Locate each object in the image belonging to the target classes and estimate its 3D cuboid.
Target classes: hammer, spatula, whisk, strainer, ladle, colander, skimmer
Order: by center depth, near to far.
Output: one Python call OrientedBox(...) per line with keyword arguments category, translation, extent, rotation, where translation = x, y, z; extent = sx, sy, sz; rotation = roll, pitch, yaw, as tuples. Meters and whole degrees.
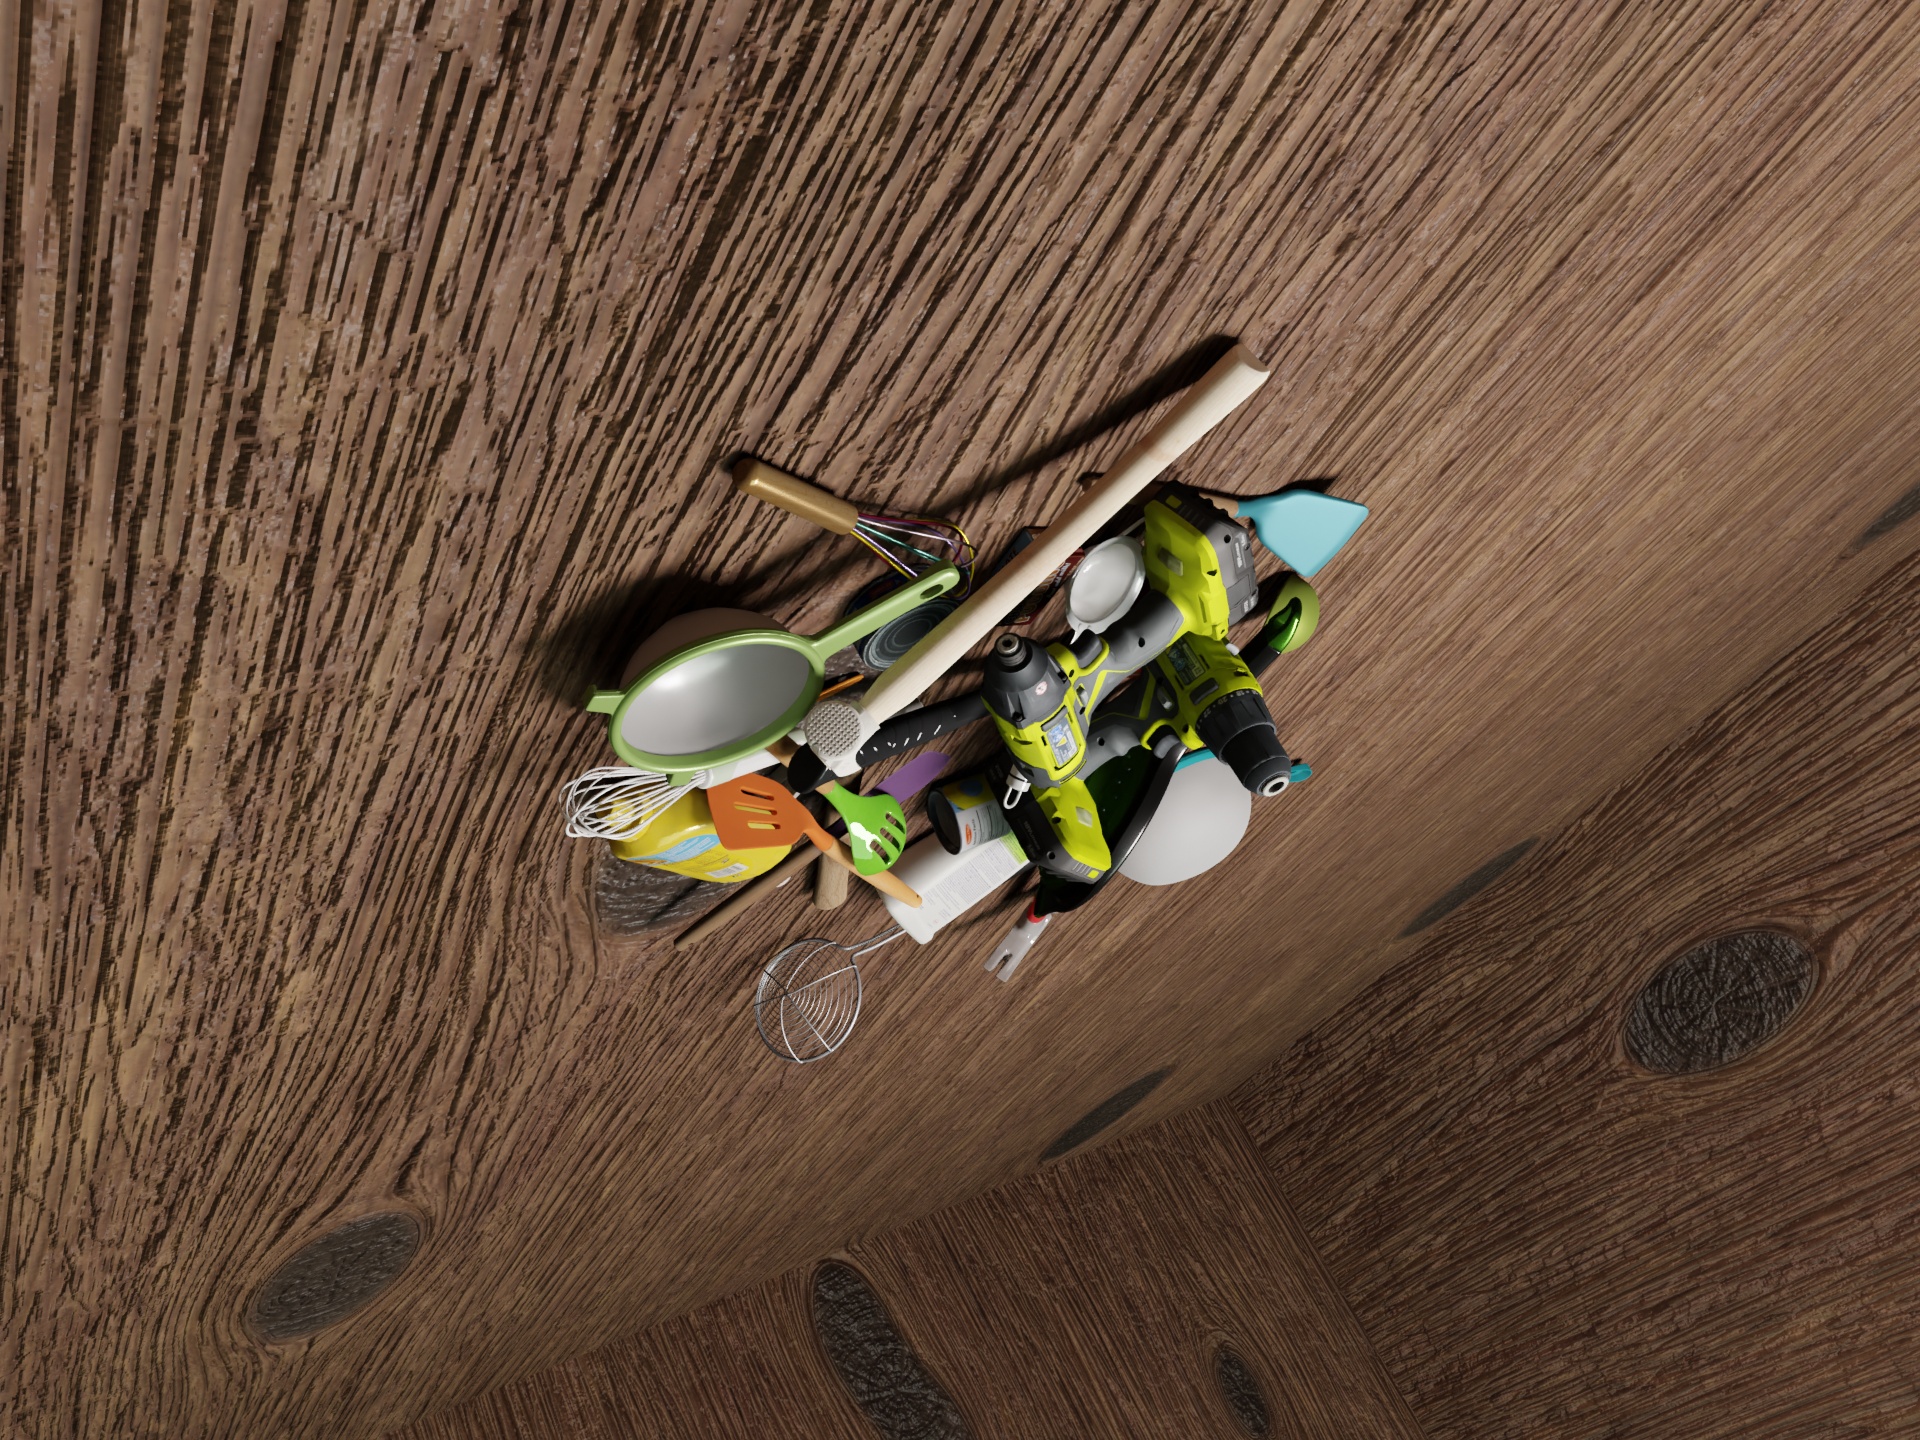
OrientedBox(category="whisk", translation=(-0.062, -0.130, 1.048), extent=(0.244, 0.051, 0.047), rotation=(17, 107, -54))
OrientedBox(category="strainer", translation=(-0.125, -0.058, 1.066), extent=(0.256, 0.069, 0.151), rotation=(-29, 153, 1))
OrientedBox(category="hammer", translation=(0.055, -0.111, 1.105), extent=(0.410, 0.038, 0.146), rotation=(-43, 175, -5))
OrientedBox(category="whisk", translation=(-0.197, 0.041, 1.176), extent=(0.246, 0.059, 0.057), rotation=(-20, 146, -52))
OrientedBox(category="strainer", translation=(0.083, -0.048, 1.264), extent=(0.086, 0.050, 0.258), rotation=(12, 103, -49))
OrientedBox(category="spatula", translation=(0.208, -0.165, 1.265), extent=(0.317, 0.044, 0.082), rotation=(-1, 138, -46))
OrientedBox(category="hammer", translation=(-0.002, -0.004, 1.285), extent=(0.334, 0.035, 0.146), rotation=(-21, 151, -40))
OrientedBox(category="spatula", translation=(-0.110, 0.112, 1.333), extent=(0.041, 0.081, 0.322), rotation=(-24, 150, 13))
OrientedBox(category="spatula", translation=(-0.134, 0.116, 1.385), extent=(0.316, 0.018, 0.059), rotation=(-36, 155, 19))
OrientedBox(category="colander", translation=(0.145, 0.014, 1.397), extent=(0.397, 0.094, 0.205), rotation=(-51, -167, 36))
OrientedBox(category="hammer", translation=(-0.110, 0.091, 1.426), extent=(0.130, 0.031, 0.331), rotation=(-21, 155, -20))
OrientedBox(category="ladle", translation=(0.192, -0.043, 1.504), extent=(0.320, 0.062, 0.078), rotation=(-26, 163, 8))
OrientedBox(category="skimmer", translation=(-0.054, 0.235, 1.694), extent=(0.363, 0.127, 0.090), rotation=(-26, 139, -29))
OrientedBox(category="hammer", translation=(0.120, 0.140, 1.716), extent=(0.143, 0.038, 0.386), rotation=(-48, 167, -39))
OrientedBox(category="strainer", translation=(0.306, 0.116, 1.857), extent=(0.340, 0.095, 0.211), rotation=(-10, 149, -34))

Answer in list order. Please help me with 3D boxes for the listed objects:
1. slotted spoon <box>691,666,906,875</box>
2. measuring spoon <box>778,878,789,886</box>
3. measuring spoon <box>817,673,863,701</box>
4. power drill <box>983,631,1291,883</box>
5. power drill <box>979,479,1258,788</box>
OrientedBox(category="slotted spoon", translation=(-0.118, 0.042, 1.241), extent=(0.313, 0.031, 0.070), rotation=(47, 63, -50))
OrientedBox(category="measuring spoon", translation=(-0.166, 0.122, 1.437), extent=(0.034, 0.018, 0.124), rotation=(-22, 154, -17))
OrientedBox(category="measuring spoon", translation=(-0.128, -0.014, 1.229), extent=(0.117, 0.011, 0.021), rotation=(-25, 172, -18))
OrientedBox(category="power drill", translation=(0.145, 0.029, 1.285), extent=(0.228, 0.191, 0.080), rotation=(-40, 144, 19))
OrientedBox(category="power drill", translation=(0.113, -0.066, 1.179), extent=(0.223, 0.080, 0.171), rotation=(-42, 149, -10))
